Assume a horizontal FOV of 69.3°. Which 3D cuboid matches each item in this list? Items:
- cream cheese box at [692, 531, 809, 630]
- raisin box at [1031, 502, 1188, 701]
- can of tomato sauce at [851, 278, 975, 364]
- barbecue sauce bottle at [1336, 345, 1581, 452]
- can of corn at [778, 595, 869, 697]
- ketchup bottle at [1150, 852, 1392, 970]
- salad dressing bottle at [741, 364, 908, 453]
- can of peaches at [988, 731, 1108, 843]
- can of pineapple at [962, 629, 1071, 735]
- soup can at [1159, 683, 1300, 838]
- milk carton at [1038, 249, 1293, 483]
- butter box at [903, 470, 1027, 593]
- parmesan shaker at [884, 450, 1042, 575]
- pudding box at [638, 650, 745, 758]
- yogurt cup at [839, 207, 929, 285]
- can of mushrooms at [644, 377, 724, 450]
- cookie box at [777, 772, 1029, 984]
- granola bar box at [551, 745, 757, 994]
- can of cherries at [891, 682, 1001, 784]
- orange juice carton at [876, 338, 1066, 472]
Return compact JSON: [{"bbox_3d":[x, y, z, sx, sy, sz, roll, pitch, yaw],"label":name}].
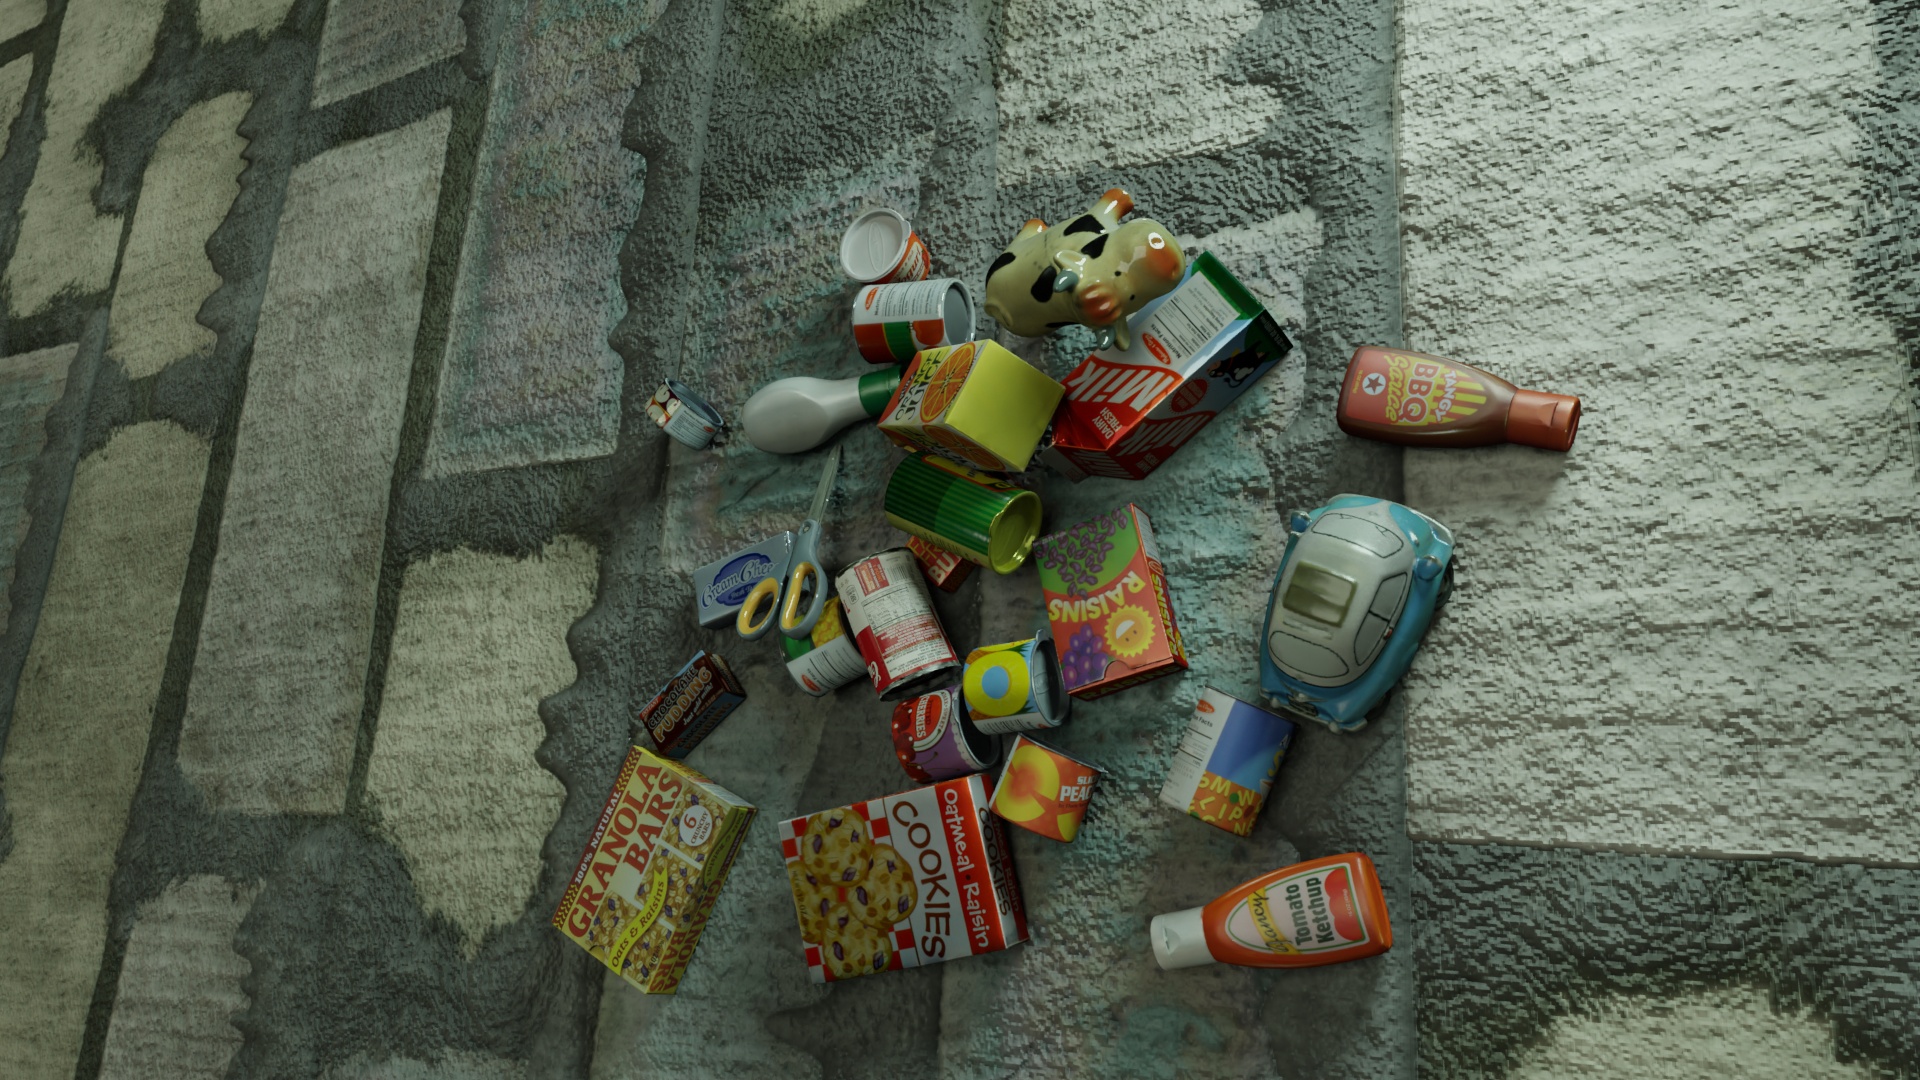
[{"bbox_3d":[-0.180,0.035,1.189,0.103,0.024,0.053,-22,65,22],"label":"cream cheese box"},{"bbox_3d":[0.108,0.046,1.014,0.086,0.040,0.124,-21,66,22],"label":"raisin box"},{"bbox_3d":[-0.037,-0.180,1.152,0.083,0.071,0.071,0,75,26],"label":"can of tomato sauce"},{"bbox_3d":[0.332,-0.090,0.928,0.148,0.043,0.065,15,81,32],"label":"barbecue sauce bottle"},{"bbox_3d":[-0.102,0.081,1.107,0.058,0.071,0.071,-28,63,19],"label":"can of corn"},{"bbox_3d":[0.198,0.247,0.897,0.148,0.043,0.065,-19,66,24],"label":"ketchup bottle"},{"bbox_3d":[-0.112,-0.114,1.182,0.147,0.064,0.044,-12,24,19],"label":"salad dressing bottle"},{"bbox_3d":[0.062,0.176,0.983,0.071,0.071,0.058,22,87,33],"label":"can of peaches"},{"bbox_3d":[0.041,0.105,1.017,0.058,0.071,0.071,-12,69,26],"label":"can of pineapple"},{"bbox_3d":[0.181,0.148,0.927,0.071,0.071,0.084,21,87,33],"label":"soup can"},{"bbox_3d":[0.142,-0.114,1.027,0.190,0.072,0.074,-42,58,11],"label":"milk carton"},{"bbox_3d":[0.004,-0.014,1.101,0.053,0.024,0.103,42,97,33],"label":"butter box"},{"bbox_3d":[0.000,-0.023,1.048,0.103,0.071,0.071,24,87,31],"label":"parmesan shaker"},{"bbox_3d":[-0.228,0.139,1.180,0.083,0.030,0.050,-43,58,11],"label":"pudding box"},{"bbox_3d":[-0.062,-0.244,1.194,0.072,0.054,0.072,-9,70,27],"label":"yogurt cup"},{"bbox_3d":[-0.250,-0.114,1.252,0.033,0.071,0.071,-49,58,9],"label":"can of mushrooms"},{"bbox_3d":[-0.044,0.249,1.023,0.167,0.040,0.123,-18,79,24],"label":"cookie box"},{"bbox_3d":[-0.255,0.270,1.149,0.124,0.039,0.165,22,86,33],"label":"granola bar box"},{"bbox_3d":[-0.012,0.142,1.032,0.058,0.071,0.072,-18,67,25],"label":"can of cherries"},{"bbox_3d":[-0.003,-0.102,1.072,0.072,0.073,0.192,-63,21,-7],"label":"orange juice carton"}]
